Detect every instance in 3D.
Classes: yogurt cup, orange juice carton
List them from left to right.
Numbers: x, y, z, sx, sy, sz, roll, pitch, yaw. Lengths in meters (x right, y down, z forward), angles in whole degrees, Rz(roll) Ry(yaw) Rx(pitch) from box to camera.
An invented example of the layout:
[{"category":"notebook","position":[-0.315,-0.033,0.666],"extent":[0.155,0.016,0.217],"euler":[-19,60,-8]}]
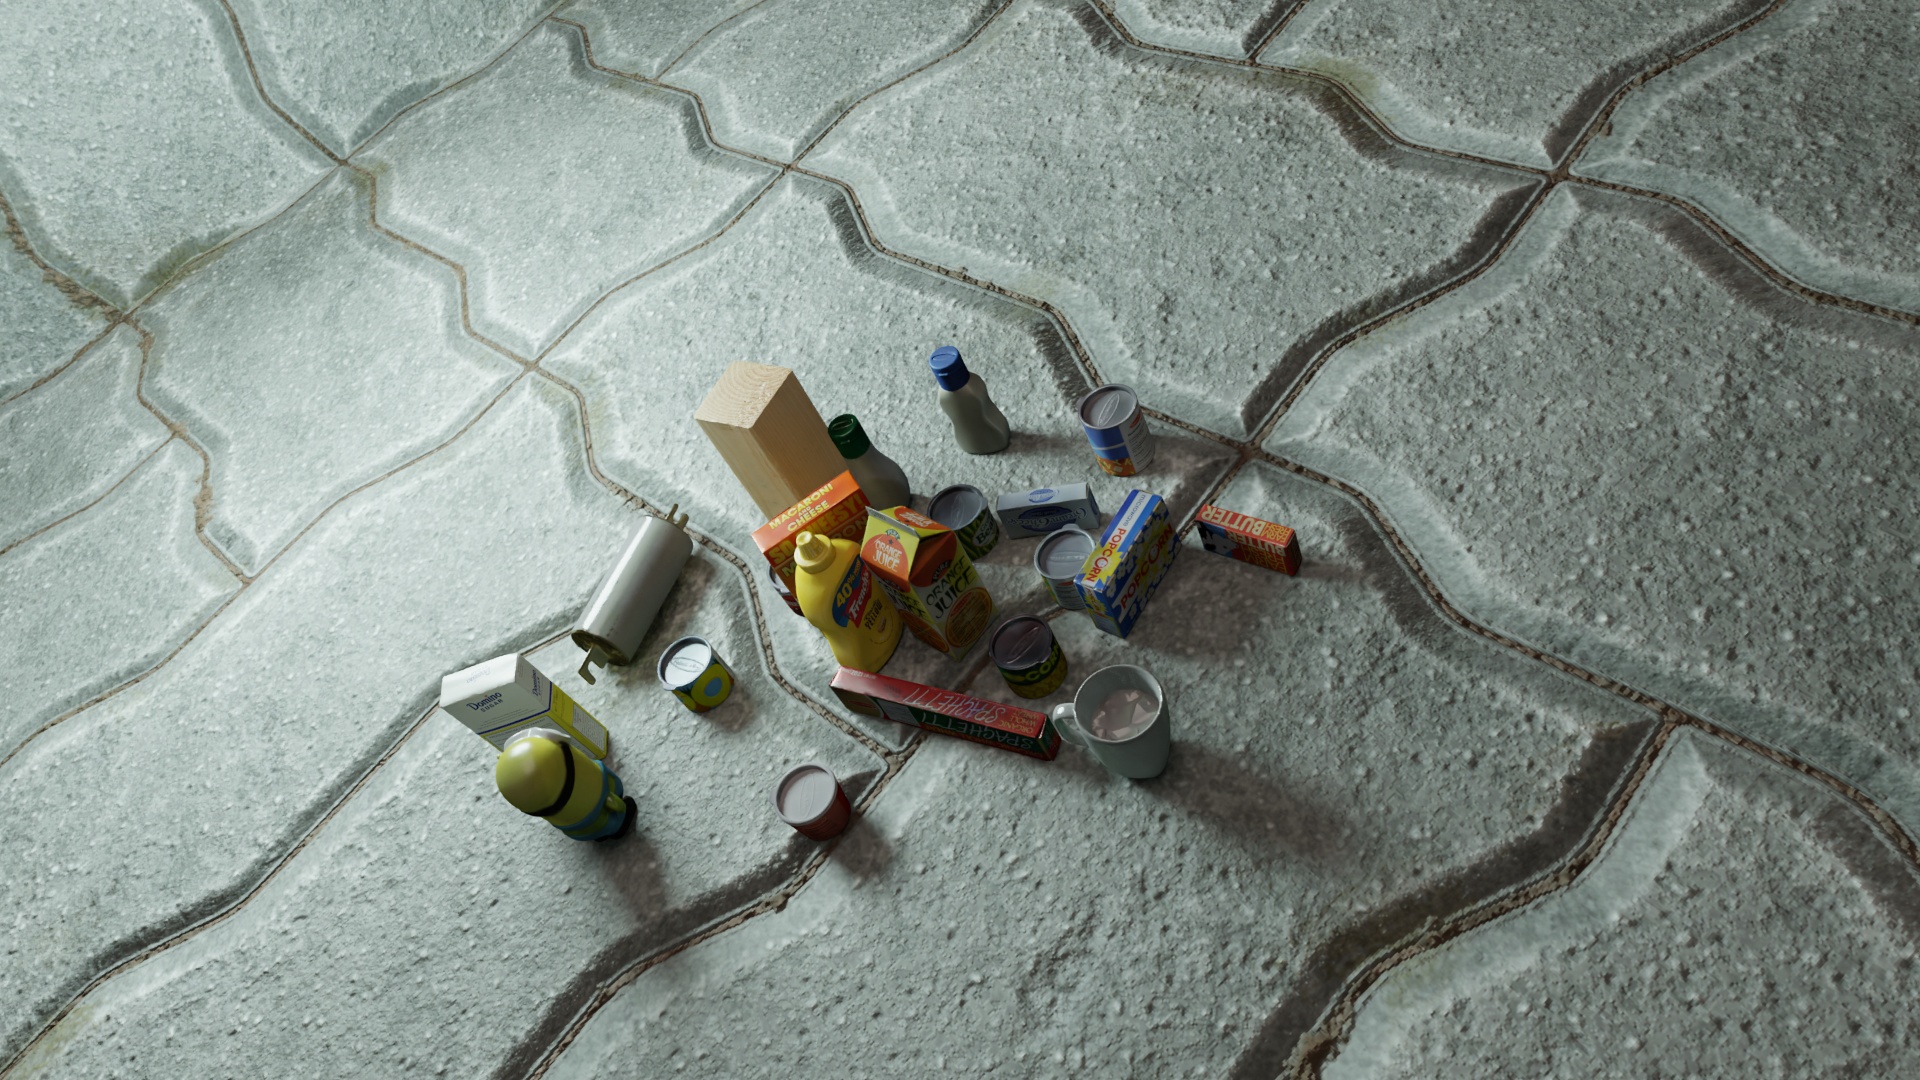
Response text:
[{"category":"yogurt cup","position":[-0.144,0.261,1.373],"extent":[0.072,0.053,0.073],"euler":[-13,49,15]},{"category":"orange juice carton","position":[-0.036,0.034,1.415],"extent":[0.072,0.192,0.073],"euler":[26,67,38]}]

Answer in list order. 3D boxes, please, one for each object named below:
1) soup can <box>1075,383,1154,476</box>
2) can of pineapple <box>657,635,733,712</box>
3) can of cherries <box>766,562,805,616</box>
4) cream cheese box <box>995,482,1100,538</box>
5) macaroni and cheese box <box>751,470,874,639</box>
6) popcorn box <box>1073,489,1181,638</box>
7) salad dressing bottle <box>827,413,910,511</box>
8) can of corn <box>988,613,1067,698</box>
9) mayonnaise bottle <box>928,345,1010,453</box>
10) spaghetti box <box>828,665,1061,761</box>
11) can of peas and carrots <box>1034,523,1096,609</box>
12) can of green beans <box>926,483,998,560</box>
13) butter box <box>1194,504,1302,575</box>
[{"category":"soup can","position":[0.170,-0.121,1.524],"extent":[0.071,0.083,0.072],"euler":[-13,49,15]},{"category":"can of pineapple","position":[-0.293,0.149,1.531],"extent":[0.071,0.057,0.071],"euler":[-13,49,15]},{"category":"can of cherries","position":[-0.177,0.046,1.563],"extent":[0.071,0.058,0.072],"euler":[-13,49,15]},{"category":"cream cheese box","position":[0.096,-0.032,1.505],"extent":[0.104,0.053,0.024],"euler":[-8,50,19]},{"category":"macaroni and cheese box","position":[-0.133,0.017,1.492],"extent":[0.124,0.165,0.040],"euler":[-34,47,-4]},{"category":"popcorn box","position":[0.171,0.023,1.404],"extent":[0.038,0.085,0.127],"euler":[18,62,35]},{"category":"salad dressing bottle","position":[-0.104,-0.083,1.574],"extent":[0.064,0.147,0.044],"euler":[-15,48,14]},{"category":"can of corn","position":[0.070,0.118,1.390],"extent":[0.071,0.058,0.071],"euler":[-13,49,15]},{"category":"mayonnaise bottle","position":[0.007,-0.159,1.586],"extent":[0.065,0.147,0.041],"euler":[-4,52,22]},{"category":"spaghetti box","position":[-0.017,0.172,1.391],"extent":[0.250,0.050,0.029],"euler":[10,58,31]},{"category":"can of peas and carrots","position":[0.117,0.028,1.443],"extent":[0.071,0.058,0.071],"euler":[-13,49,15]},{"category":"can of green beans","position":[0.003,-0.019,1.534],"extent":[0.071,0.057,0.071],"euler":[-13,49,15]},{"category":"butter box","position":[0.289,-0.001,1.391],"extent":[0.103,0.053,0.024],"euler":[19,63,35]}]
